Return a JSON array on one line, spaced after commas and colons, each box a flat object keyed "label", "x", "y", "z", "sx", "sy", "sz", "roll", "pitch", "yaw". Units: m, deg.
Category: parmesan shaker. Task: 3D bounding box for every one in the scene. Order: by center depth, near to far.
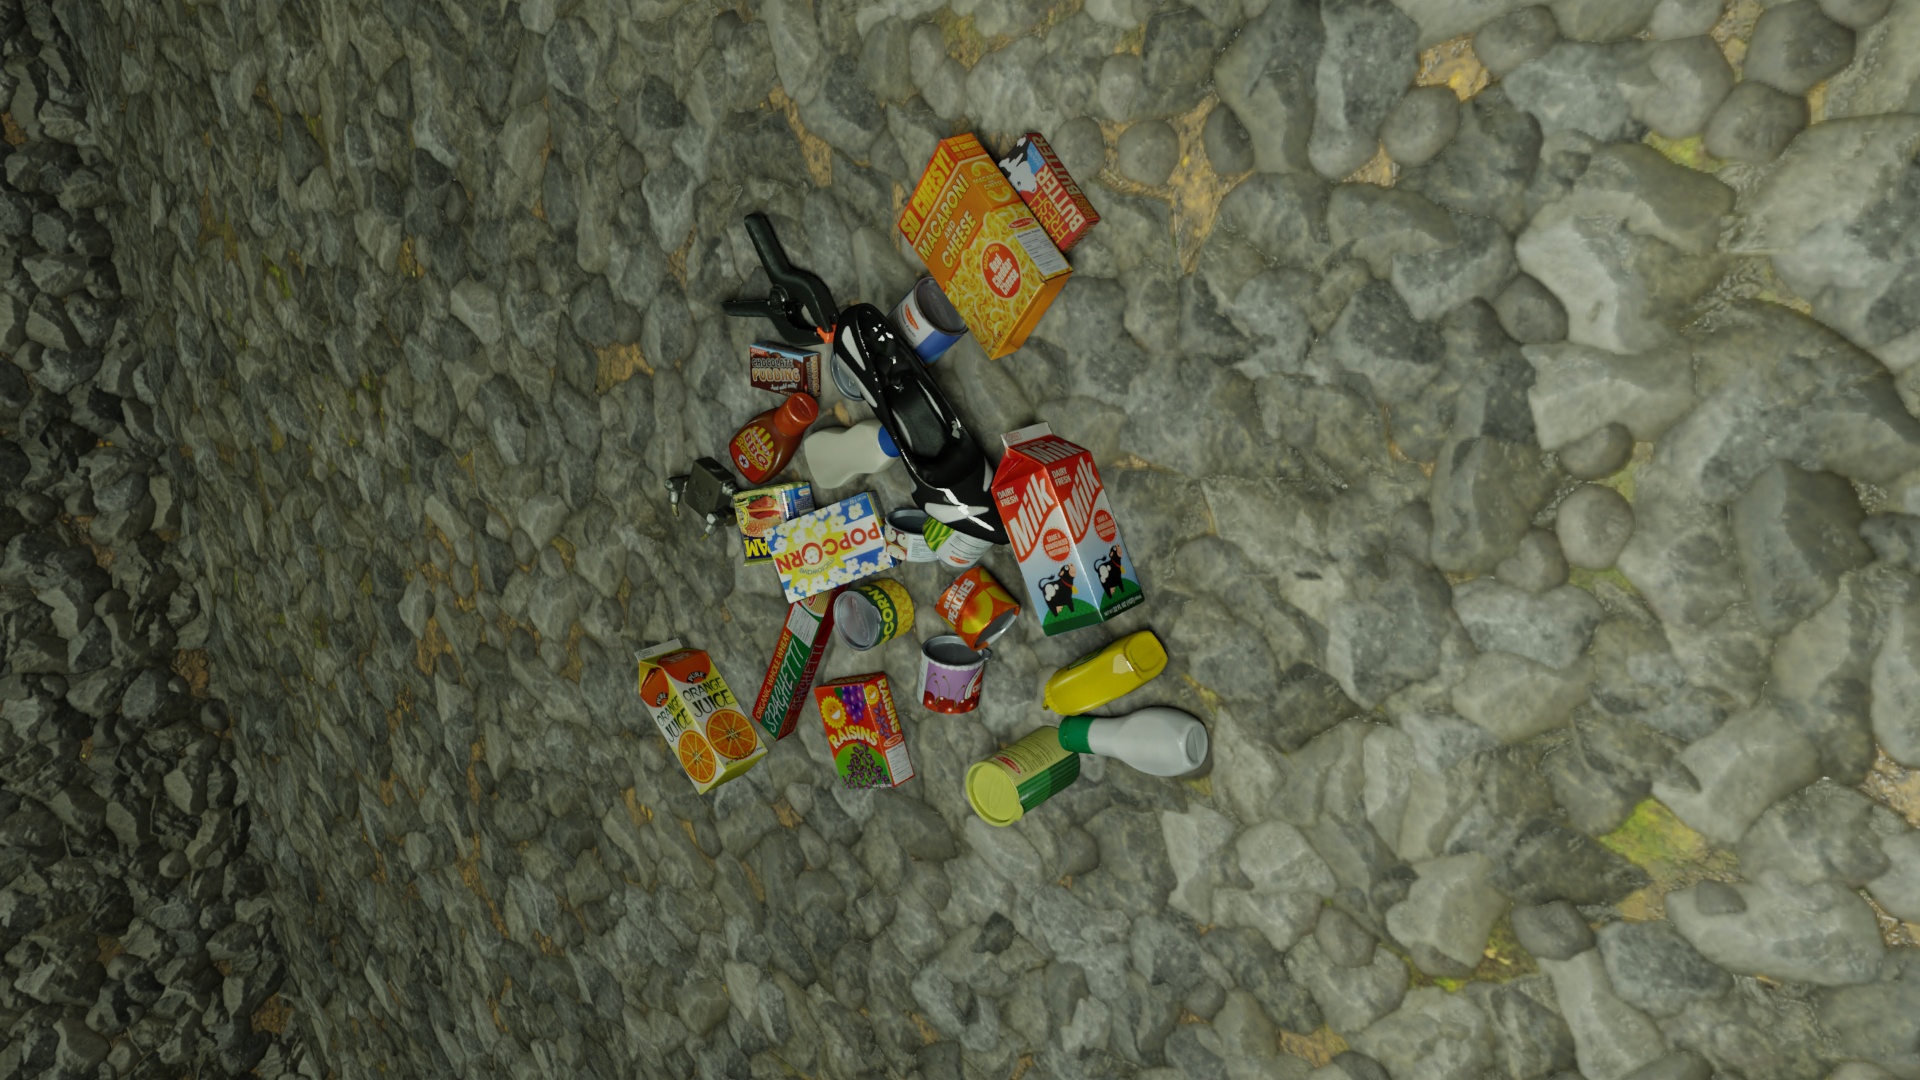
[{"label": "parmesan shaker", "x": 0.065, "y": 0.233, "z": 1.366, "sx": 0.071, "sy": 0.103, "sz": 0.071, "roll": 14, "pitch": 113, "yaw": 38}]

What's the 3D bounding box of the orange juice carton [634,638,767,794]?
[{"label": "orange juice carton", "x": -0.329, "y": 0.208, "z": 1.721, "sx": 0.193, "sy": 0.072, "sz": 0.072, "roll": 56, "pitch": 130, "yaw": 13}]

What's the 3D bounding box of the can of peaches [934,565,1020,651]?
[{"label": "can of peaches", "x": 0.016, "y": 0.068, "z": 1.379, "sx": 0.058, "sy": 0.071, "sz": 0.071, "roll": 47, "pitch": 129, "yaw": 18}]

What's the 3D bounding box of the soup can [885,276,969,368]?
[{"label": "soup can", "x": -0.037, "y": -0.204, "z": 1.343, "sx": 0.083, "sy": 0.071, "sz": 0.071, "roll": -38, "pitch": 78, "yaw": 46}]

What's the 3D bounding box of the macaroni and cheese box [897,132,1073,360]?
[{"label": "macaroni and cheese box", "x": 0.020, "y": -0.269, "z": 1.275, "sx": 0.166, "sy": 0.040, "sz": 0.123, "roll": 57, "pitch": 146, "yaw": 13}]

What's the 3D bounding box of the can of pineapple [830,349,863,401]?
[{"label": "can of pineapple", "x": -0.087, "y": -0.175, "z": 1.401, "sx": 0.071, "sy": 0.058, "sz": 0.070, "roll": 14, "pitch": 113, "yaw": 37}]

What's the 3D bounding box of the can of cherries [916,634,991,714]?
[{"label": "can of cherries", "x": -0.007, "y": 0.138, "z": 1.426, "sx": 0.071, "sy": 0.072, "sz": 0.058, "roll": 24, "pitch": 118, "yaw": 34}]

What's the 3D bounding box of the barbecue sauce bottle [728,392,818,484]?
[{"label": "barbecue sauce bottle", "x": -0.200, "y": -0.115, "z": 1.510, "sx": 0.065, "sy": 0.044, "sz": 0.148, "roll": 57, "pitch": 143, "yaw": 0}]

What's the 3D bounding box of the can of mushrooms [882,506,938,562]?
[{"label": "can of mushrooms", "x": -0.046, "y": -0.006, "z": 1.414, "sx": 0.071, "sy": 0.071, "sz": 0.033, "roll": 24, "pitch": 119, "yaw": 34}]

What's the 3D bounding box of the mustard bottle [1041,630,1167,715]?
[{"label": "mustard bottle", "x": 0.123, "y": 0.133, "z": 1.313, "sx": 0.159, "sy": 0.065, "sz": 0.049, "roll": -34, "pitch": 85, "yaw": 46}]

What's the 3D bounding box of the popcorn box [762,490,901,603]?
[{"label": "popcorn box", "x": -0.136, "y": 0.007, "z": 1.477, "sx": 0.126, "sy": 0.038, "sz": 0.085, "roll": -20, "pitch": 91, "yaw": 13}]

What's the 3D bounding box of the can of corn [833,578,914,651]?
[{"label": "can of corn", "x": -0.090, "y": 0.078, "z": 1.482, "sx": 0.071, "sy": 0.058, "sz": 0.071, "roll": 14, "pitch": 112, "yaw": 38}]

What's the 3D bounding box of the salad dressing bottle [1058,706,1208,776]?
[{"label": "salad dressing bottle", "x": 0.160, "y": 0.187, "z": 1.311, "sx": 0.147, "sy": 0.044, "sz": 0.064, "roll": -1, "pitch": 105, "yaw": 42}]

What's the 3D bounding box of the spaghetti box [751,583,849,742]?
[{"label": "spaghetti box", "x": -0.186, "y": 0.127, "z": 1.601, "sx": 0.050, "sy": 0.029, "sz": 0.248, "roll": 40, "pitch": 126, "yaw": 25}]

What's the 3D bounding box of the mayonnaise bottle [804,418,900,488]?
[{"label": "mayonnaise bottle", "x": -0.098, "y": -0.097, "z": 1.448, "sx": 0.148, "sy": 0.041, "sz": 0.064, "roll": -12, "pitch": 98, "yaw": 41}]

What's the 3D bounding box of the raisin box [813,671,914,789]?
[{"label": "raisin box", "x": -0.108, "y": 0.214, "z": 1.554, "sx": 0.086, "sy": 0.040, "sz": 0.123, "roll": -12, "pitch": 97, "yaw": 43}]

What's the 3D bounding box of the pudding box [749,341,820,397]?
[{"label": "pudding box", "x": -0.190, "y": -0.185, "z": 1.506, "sx": 0.084, "sy": 0.030, "sz": 0.049, "roll": 18, "pitch": 114, "yaw": 36}]

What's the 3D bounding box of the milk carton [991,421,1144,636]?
[{"label": "milk carton", "x": 0.092, "y": -0.015, "z": 1.286, "sx": 0.073, "sy": 0.072, "sz": 0.190, "roll": -20, "pitch": 90, "yaw": 43}]

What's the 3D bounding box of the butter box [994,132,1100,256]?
[{"label": "butter box", "x": 0.076, "y": -0.308, "z": 1.241, "sx": 0.053, "sy": 0.024, "sz": 0.103, "roll": -43, "pitch": 74, "yaw": 41}]

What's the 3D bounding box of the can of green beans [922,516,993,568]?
[{"label": "can of green beans", "x": 0.005, "y": -0.015, "z": 1.365, "sx": 0.071, "sy": 0.071, "sz": 0.057, "roll": 54, "pitch": 130, "yaw": 14}]
